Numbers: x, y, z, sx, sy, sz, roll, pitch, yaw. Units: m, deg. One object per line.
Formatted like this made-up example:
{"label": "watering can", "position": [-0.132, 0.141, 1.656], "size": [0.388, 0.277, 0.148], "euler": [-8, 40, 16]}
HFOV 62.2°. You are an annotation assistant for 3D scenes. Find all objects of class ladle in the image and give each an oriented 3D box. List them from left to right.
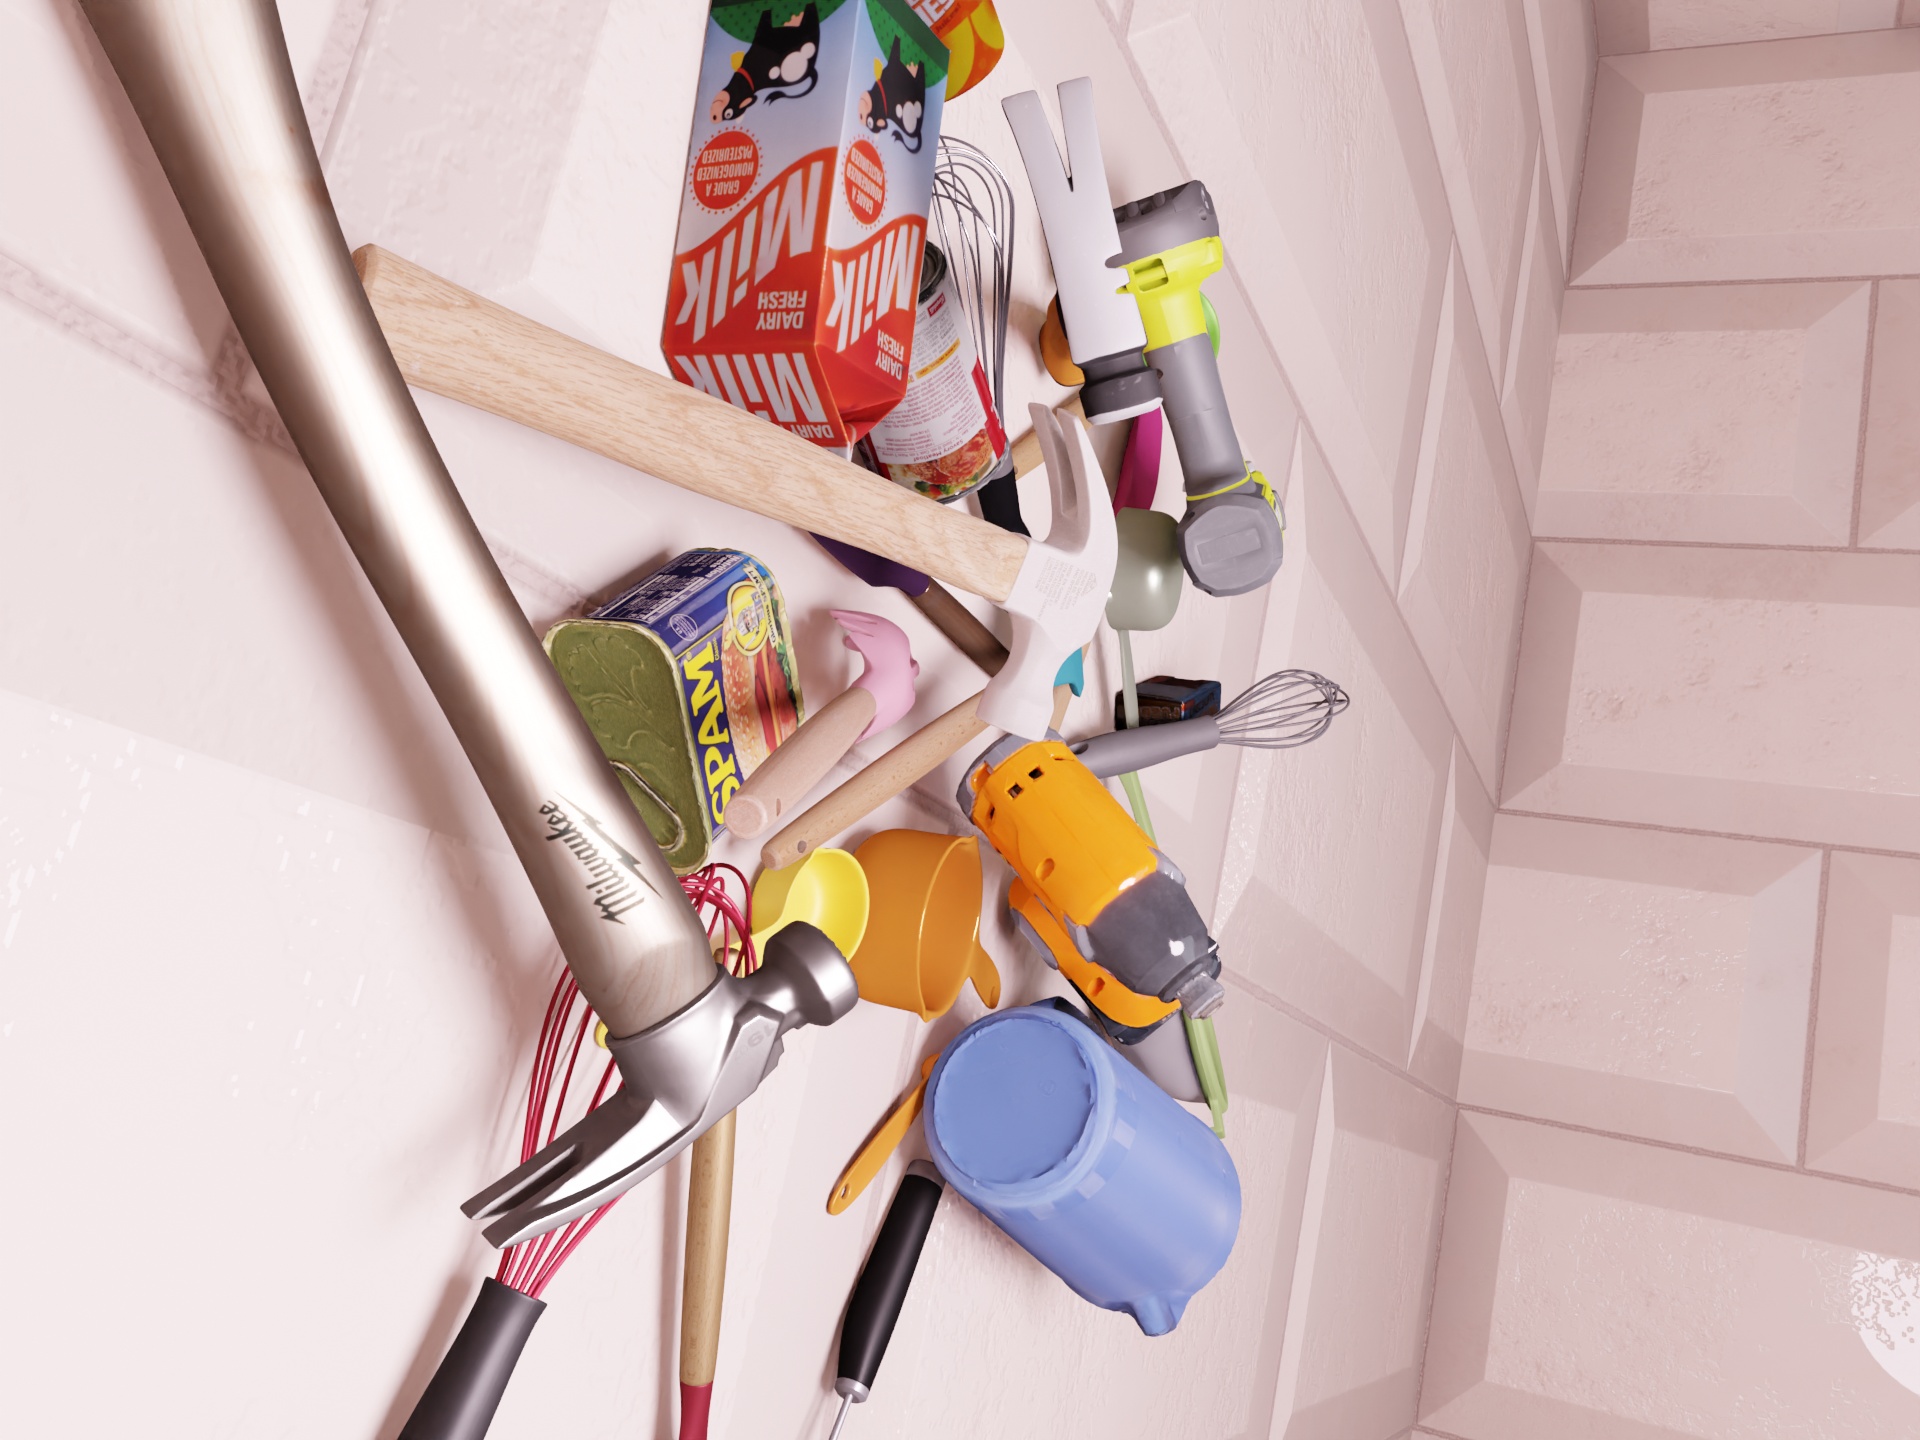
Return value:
{"label": "ladle", "position": [-0.107, 0.249, 0.659], "size": [0.069, 0.031, 0.315], "euler": [-7, 104, -63]}

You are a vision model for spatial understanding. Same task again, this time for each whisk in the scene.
{"label": "whisk", "position": [-0.146, 0.180, 0.555], "size": [0.296, 0.073, 0.073], "euler": [-66, 148, -23]}
{"label": "whisk", "position": [0.011, -0.160, 0.801], "size": [0.284, 0.070, 0.070], "euler": [75, 33, -44]}
{"label": "whisk", "position": [0.159, 0.005, 1.040], "size": [0.239, 0.055, 0.055], "euler": [-12, 109, -29]}

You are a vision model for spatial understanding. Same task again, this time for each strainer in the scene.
{"label": "strainer", "position": [0.118, 0.147, 1.066], "size": [0.151, 0.069, 0.256], "euler": [-69, 143, -75]}

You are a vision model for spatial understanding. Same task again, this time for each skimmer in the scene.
{"label": "skimmer", "position": [-0.047, 0.390, 0.754], "size": [0.127, 0.090, 0.363], "euler": [115, -1, -54]}

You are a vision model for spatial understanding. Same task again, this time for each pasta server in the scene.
{"label": "pasta server", "position": [-0.051, 0.000, 0.599], "size": [0.316, 0.040, 0.060], "euler": [-60, 143, -78]}

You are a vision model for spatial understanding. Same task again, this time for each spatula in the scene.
{"label": "spatula", "position": [-0.012, -0.062, 0.814], "size": [0.315, 0.018, 0.060], "euler": [40, 42, -59]}
{"label": "spatula", "position": [-0.001, -0.003, 0.787], "size": [0.317, 0.044, 0.082], "euler": [-35, 124, -48]}

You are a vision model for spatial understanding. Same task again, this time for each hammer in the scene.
{"label": "hammer", "position": [-0.157, -0.037, 0.454], "size": [0.146, 0.038, 0.410], "euler": [-35, 118, -28]}
{"label": "hammer", "position": [-0.061, -0.089, 0.571], "size": [0.331, 0.031, 0.130], "euler": [18, 96, -42]}
{"label": "hammer", "position": [0.053, -0.200, 0.755], "size": [0.337, 0.034, 0.127], "euler": [-76, 152, -81]}

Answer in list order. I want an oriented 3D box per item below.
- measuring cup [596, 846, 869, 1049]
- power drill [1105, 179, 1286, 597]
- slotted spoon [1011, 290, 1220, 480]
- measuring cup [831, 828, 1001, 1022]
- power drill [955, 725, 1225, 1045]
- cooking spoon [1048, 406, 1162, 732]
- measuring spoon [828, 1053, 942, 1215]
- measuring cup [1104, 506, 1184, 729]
{"label": "measuring cup", "position": [-0.100, 0.099, 0.676], "size": [0.156, 0.029, 0.062], "euler": [-26, 114, -46]}
{"label": "power drill", "position": [0.139, -0.194, 0.943], "size": [0.171, 0.080, 0.223], "euler": [-52, 125, -71]}
{"label": "slotted spoon", "position": [0.090, -0.204, 0.983], "size": [0.314, 0.031, 0.070], "euler": [-45, 116, -49]}
{"label": "measuring cup", "position": [-0.018, 0.114, 0.807], "size": [0.173, 0.052, 0.095], "euler": [64, 38, -61]}
{"label": "power drill", "position": [0.082, 0.104, 0.842], "size": [0.084, 0.164, 0.226], "euler": [-39, 158, -4]}
{"label": "cooking spoon", "position": [0.088, -0.098, 0.989], "size": [0.068, 0.017, 0.319], "euler": [71, 31, -45]}
{"label": "measuring spoon", "position": [-0.039, 0.213, 0.828], "size": [0.117, 0.011, 0.021], "euler": [-46, 139, -46]}
{"label": "measuring cup", "position": [0.120, -0.054, 1.004], "size": [0.083, 0.038, 0.167], "euler": [-58, 147, -52]}
